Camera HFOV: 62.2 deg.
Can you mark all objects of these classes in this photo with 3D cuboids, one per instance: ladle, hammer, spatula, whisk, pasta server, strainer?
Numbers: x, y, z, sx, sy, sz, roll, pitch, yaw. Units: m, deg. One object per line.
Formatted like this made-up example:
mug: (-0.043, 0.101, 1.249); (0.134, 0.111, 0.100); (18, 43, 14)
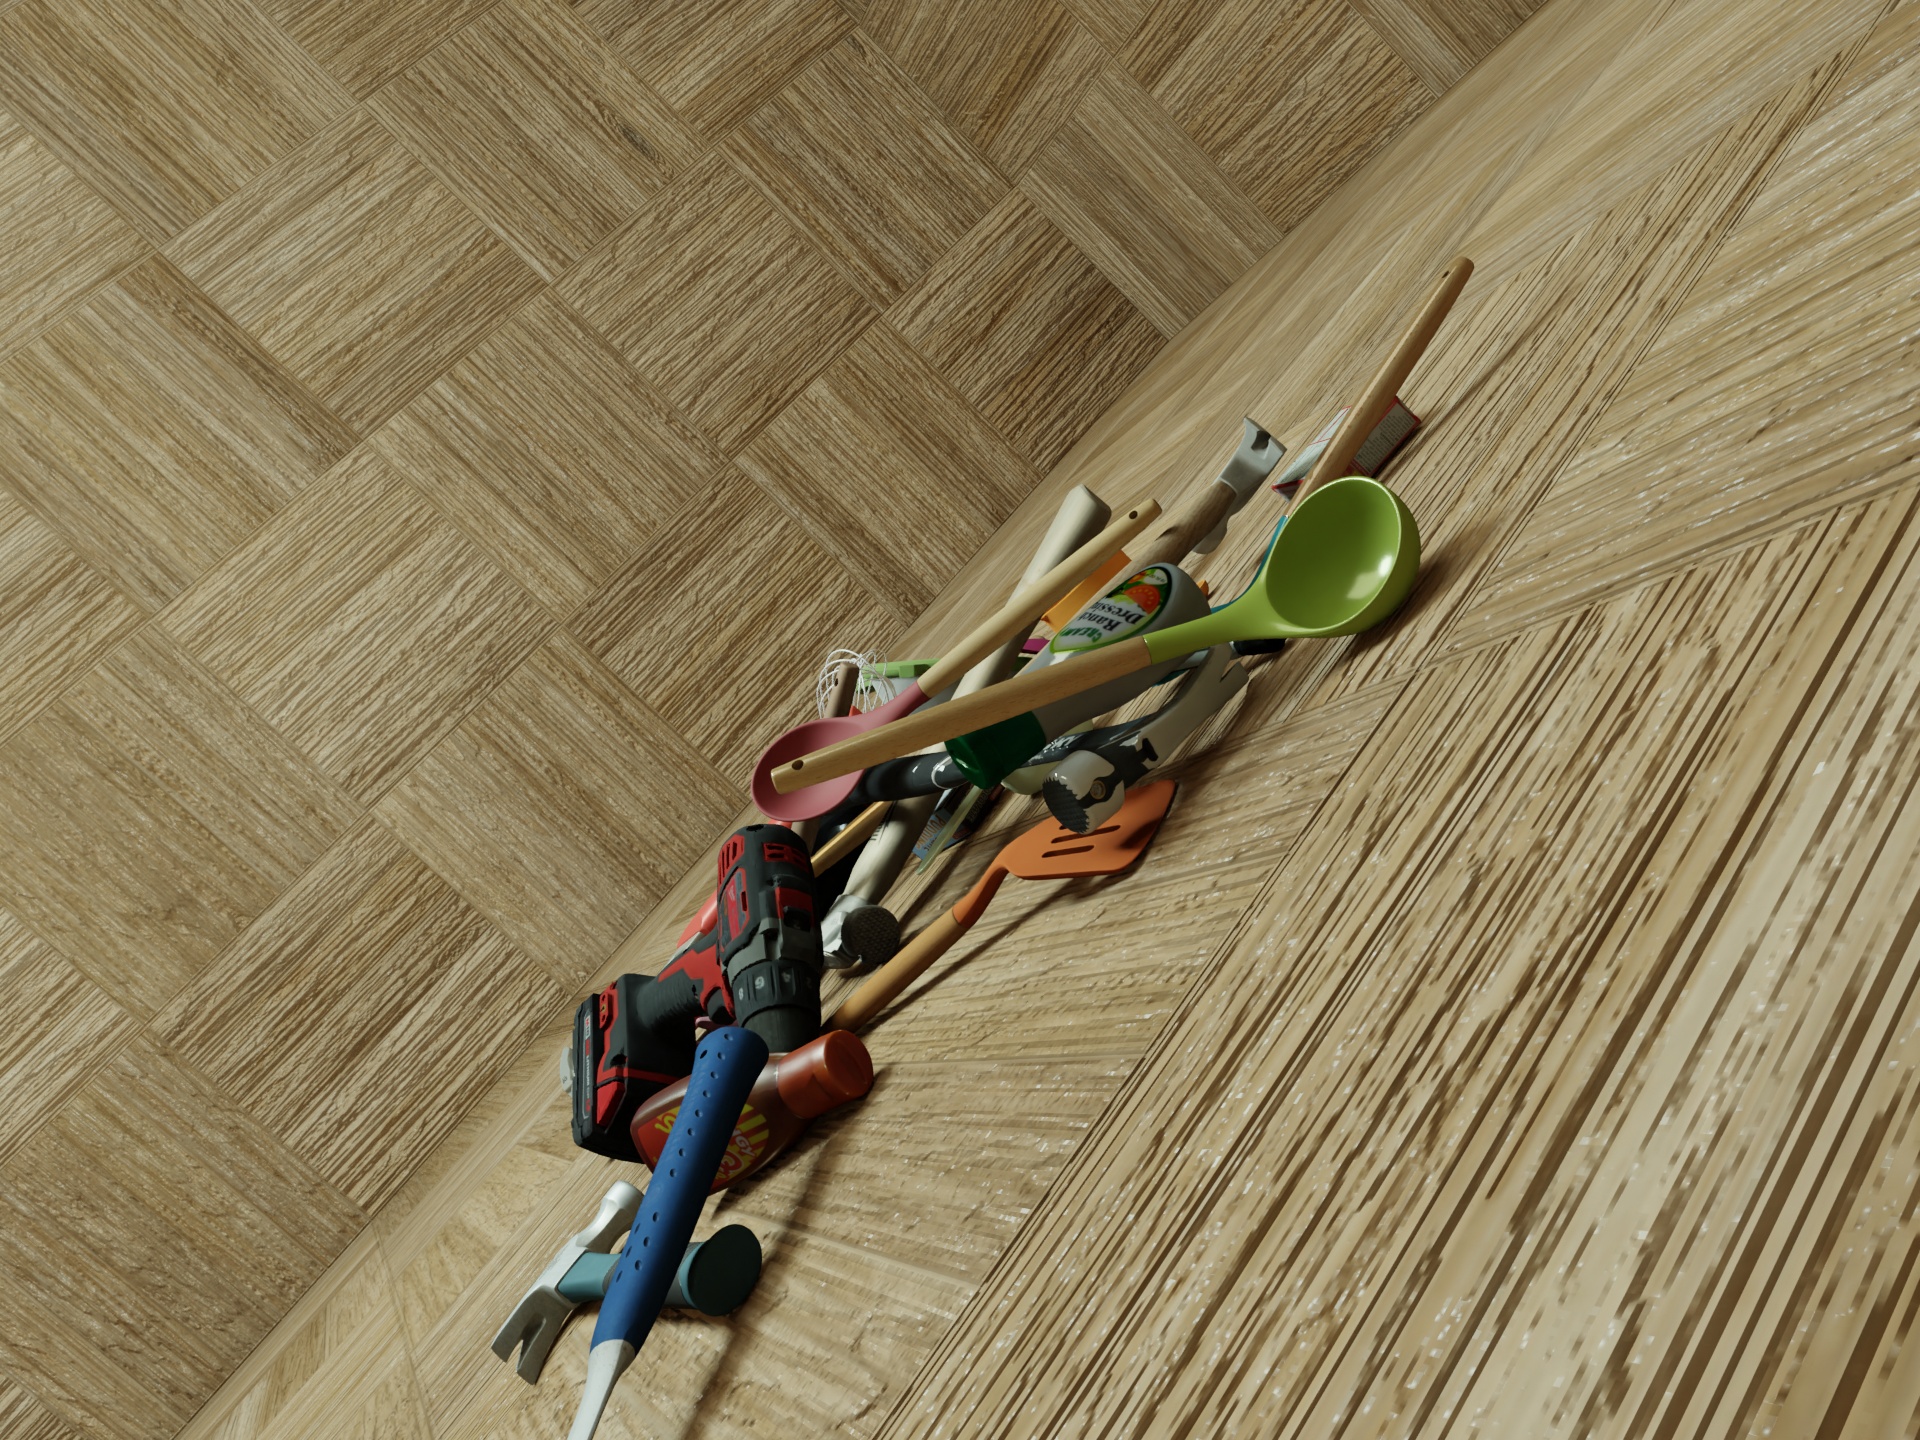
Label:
ladle: (0.060, -0.032, 0.740); (0.320, 0.062, 0.078); (-20, 47, 1)
hammer: (-0.002, -0.004, 1.149); (0.146, 0.038, 0.411); (-15, 41, 60)
spatula: (0.204, -0.145, 0.942); (0.317, 0.044, 0.082); (-56, 17, 2)
whisk: (-0.097, 0.046, 1.356); (0.070, 0.070, 0.284); (-52, -18, -41)
spatula: (-0.005, 0.125, 0.871); (0.322, 0.041, 0.081); (-46, 4, 38)
hammer: (-0.176, 0.298, 0.856); (0.128, 0.033, 0.331); (-50, 8, -31)
hammer: (-0.182, 0.139, 1.223); (0.359, 0.036, 0.149); (-52, 13, -9)
pasta server: (-0.121, 0.110, 1.067); (0.060, 0.040, 0.316); (36, 114, 53)
hammer: (0.010, 0.023, 0.955); (0.149, 0.036, 0.409); (-37, 12, -28)
hammer: (-0.140, 0.264, 0.643); (0.144, 0.035, 0.406); (-42, 15, 26)
hammer: (0.100, -0.077, 0.921); (0.331, 0.031, 0.130); (-45, -8, -40)
ladle: (-0.004, -0.036, 0.985); (0.315, 0.069, 0.031); (-37, -33, 15)
strainer: (-0.034, -0.015, 1.420); (0.151, 0.069, 0.256); (-3, -2, -28)

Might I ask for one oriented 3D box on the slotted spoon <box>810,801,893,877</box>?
slotted spoon: (0.005, 0.016, 1.201); (0.314, 0.031, 0.070); (-39, -5, -4)

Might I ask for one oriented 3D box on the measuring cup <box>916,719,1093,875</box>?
measuring cup: (0.030, 0.048, 1.037); (0.168, 0.038, 0.083); (-52, 9, -27)

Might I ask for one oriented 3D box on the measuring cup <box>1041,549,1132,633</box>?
measuring cup: (0.102, -0.094, 1.350); (0.095, 0.052, 0.173); (-48, 5, -16)

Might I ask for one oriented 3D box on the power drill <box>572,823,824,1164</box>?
power drill: (-0.158, 0.196, 0.997); (0.226, 0.080, 0.188); (-47, 38, 32)

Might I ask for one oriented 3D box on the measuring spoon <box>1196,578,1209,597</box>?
measuring spoon: (0.134, -0.053, 1.112); (0.117, 0.011, 0.021); (-48, 7, 18)

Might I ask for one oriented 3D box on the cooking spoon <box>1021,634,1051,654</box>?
cooking spoon: (0.069, -0.066, 1.397); (0.319, 0.069, 0.017); (-71, -11, -86)

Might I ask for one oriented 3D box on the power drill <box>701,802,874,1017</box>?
power drill: (-0.129, 0.148, 1.262); (0.143, 0.078, 0.220); (-39, 13, 45)
